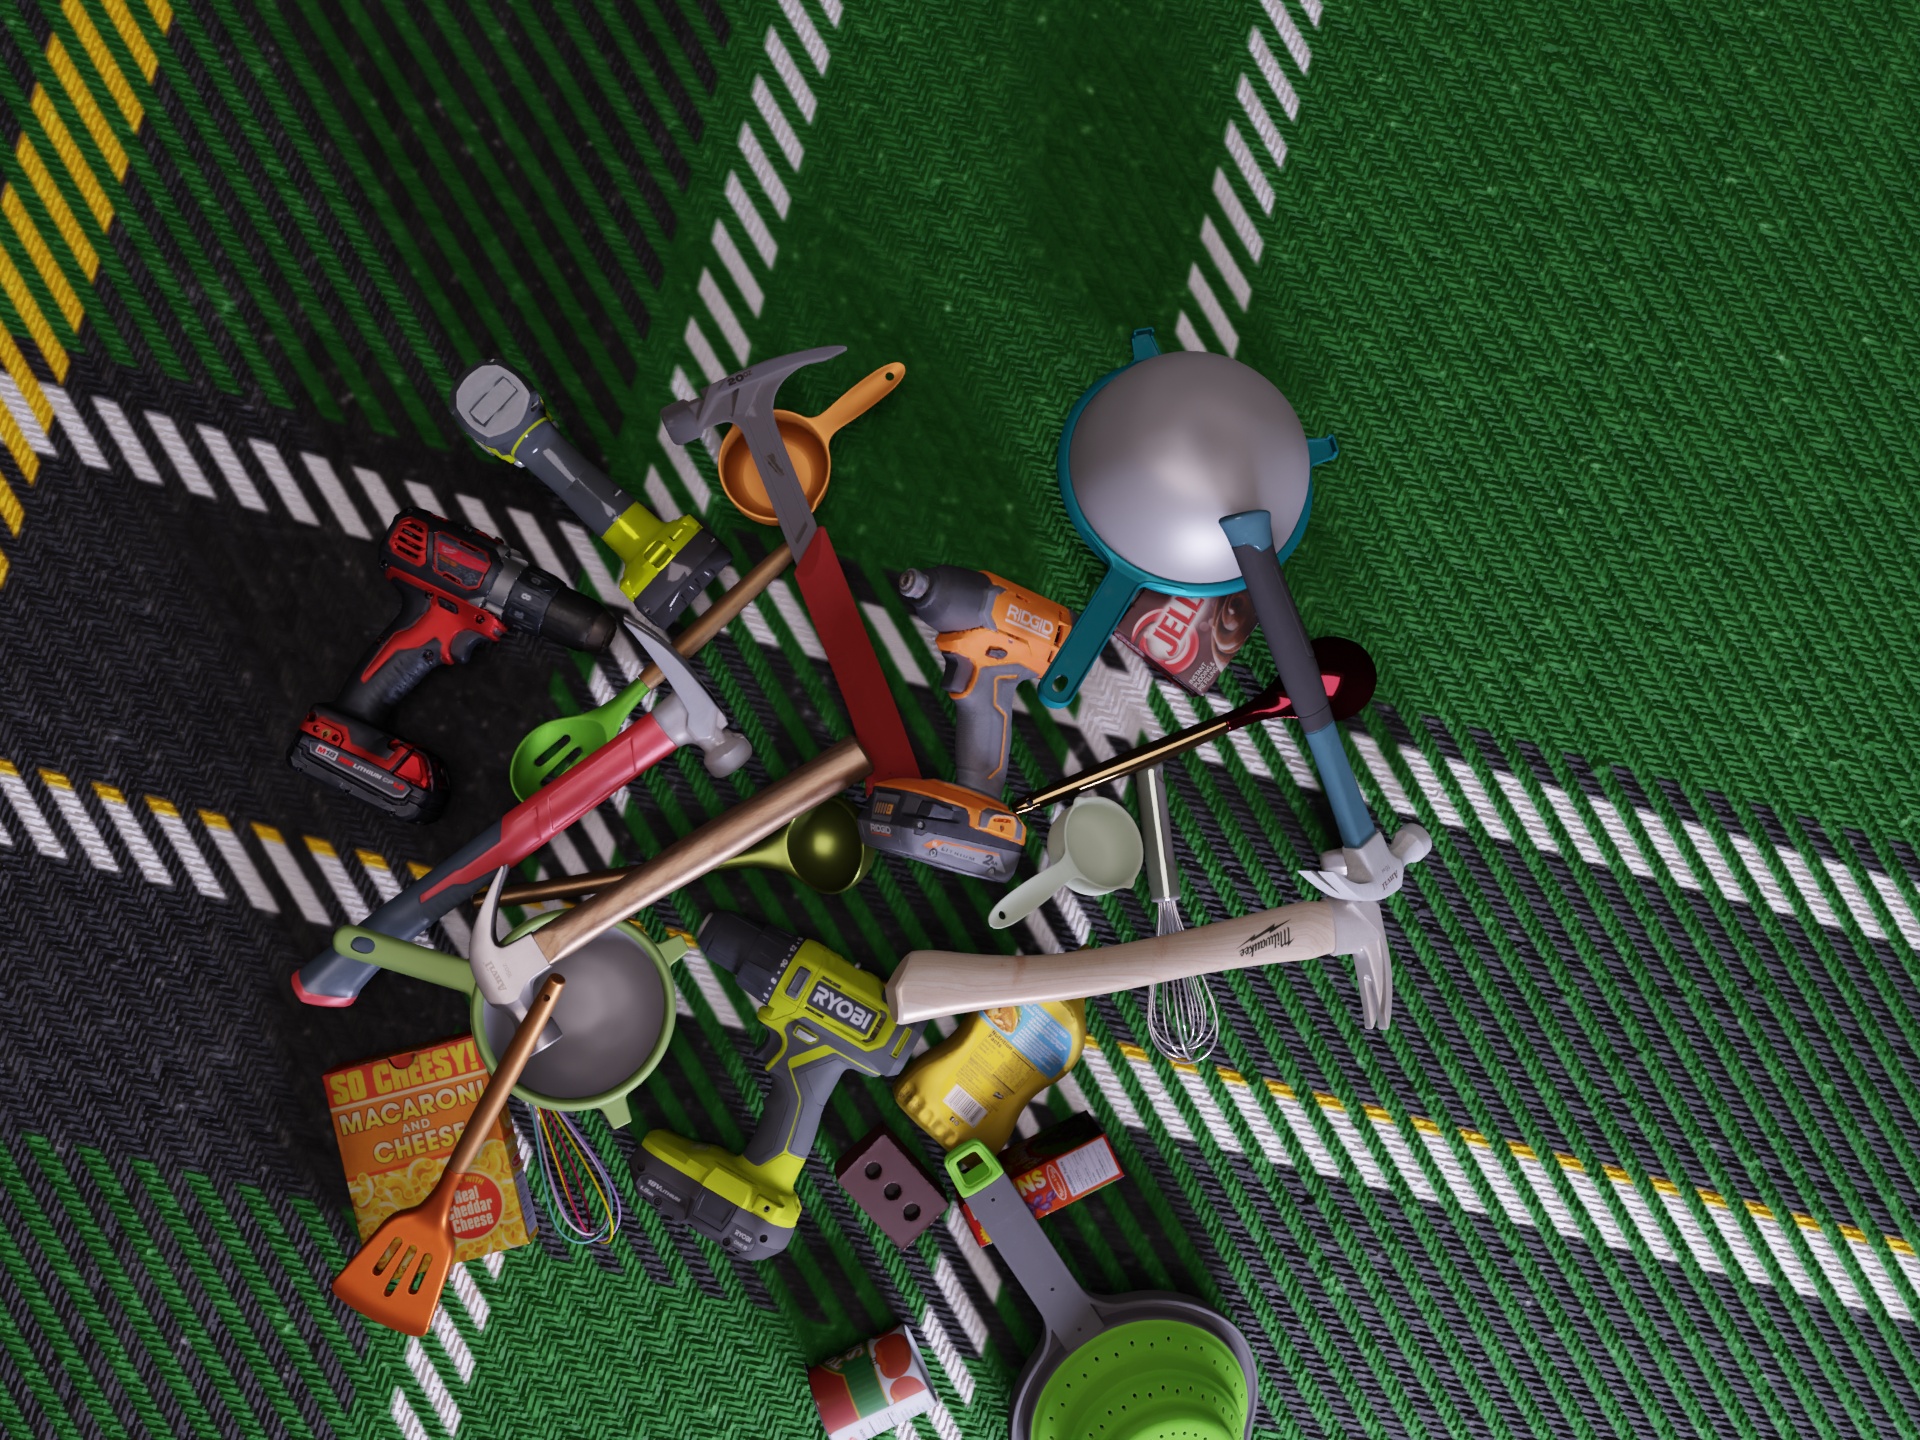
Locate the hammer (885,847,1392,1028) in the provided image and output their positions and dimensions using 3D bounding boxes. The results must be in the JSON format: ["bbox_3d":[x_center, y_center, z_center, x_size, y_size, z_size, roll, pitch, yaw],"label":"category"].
[{"bbox_3d":[0.145,0.193,1.216,0.410,0.038,0.146,-6,82,-19],"label":"hammer"}]

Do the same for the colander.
[{"bbox_3d":[0.104,0.478,1.176,0.204,0.094,0.396,-32,107,-3],"label":"colander"}]

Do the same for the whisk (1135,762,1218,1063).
[{"bbox_3d":[0.166,0.150,1.273,0.059,0.057,0.246,-10,83,26],"label":"whisk"}]

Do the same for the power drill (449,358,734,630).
[{"bbox_3d":[-0.280,-0.172,1.202,0.223,0.171,0.080,44,86,-10],"label":"power drill"}]

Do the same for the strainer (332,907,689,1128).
[{"bbox_3d":[-0.345,0.202,1.210,0.256,0.069,0.151,19,79,-9],"label":"strainer"}]

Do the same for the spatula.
[{"bbox_3d":[-0.361,0.314,1.160,0.081,0.041,0.322,30,110,-3],"label":"spatula"}]

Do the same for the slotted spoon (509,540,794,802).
[{"bbox_3d":[-0.230,-0.045,1.262,0.314,0.031,0.070,-44,92,-6],"label":"slotted spoon"}]

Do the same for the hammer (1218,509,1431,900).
[{"bbox_3d":[0.269,-0.010,1.214,0.128,0.033,0.331,-34,108,-36],"label":"hammer"}]

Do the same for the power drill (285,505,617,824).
[{"bbox_3d":[-0.391,-0.033,1.228,0.188,0.080,0.227,25,83,-3],"label":"power drill"}]

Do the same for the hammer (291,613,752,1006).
[{"bbox_3d":[-0.355,0.082,1.209,0.386,0.038,0.143,-36,108,1],"label":"hammer"}]

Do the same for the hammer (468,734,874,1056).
[{"bbox_3d":[-0.214,0.107,1.191,0.331,0.031,0.130,-32,90,-11],"label":"hammer"}]

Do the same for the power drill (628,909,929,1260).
[{"bbox_3d":[-0.157,0.275,1.230,0.190,0.080,0.228,29,84,3],"label":"power drill"}]

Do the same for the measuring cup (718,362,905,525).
[{"bbox_3d":[-0.114,-0.224,1.266,0.173,0.052,0.095,-39,91,-6],"label":"measuring cup"}]

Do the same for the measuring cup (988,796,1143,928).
[{"bbox_3d":[0.073,0.120,1.235,0.167,0.038,0.083,-31,88,-36],"label":"measuring cup"}]

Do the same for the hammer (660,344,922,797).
[{"bbox_3d":[-0.095,-0.101,1.230,0.149,0.037,0.359,-21,101,1],"label":"hammer"}]

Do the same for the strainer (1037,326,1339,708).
[{"bbox_3d":[0.155,-0.159,1.216,0.211,0.095,0.340,31,69,2],"label":"strainer"}]

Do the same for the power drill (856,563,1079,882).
[{"bbox_3d":[-0.002,-0.004,1.214,0.164,0.084,0.226,21,80,-37],"label":"power drill"}]

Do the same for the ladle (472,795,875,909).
[{"bbox_3d":[-0.224,0.116,1.242,0.320,0.062,0.078,-9,86,-2],"label":"ladle"}]

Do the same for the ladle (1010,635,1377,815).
[{"bbox_3d":[0.187,0.011,1.265,0.315,0.031,0.069,-22,80,-1],"label":"ladle"}]

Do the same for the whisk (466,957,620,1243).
[{"bbox_3d":[-0.330,0.295,1.236,0.051,0.047,0.245,-25,85,-17],"label":"whisk"}]
